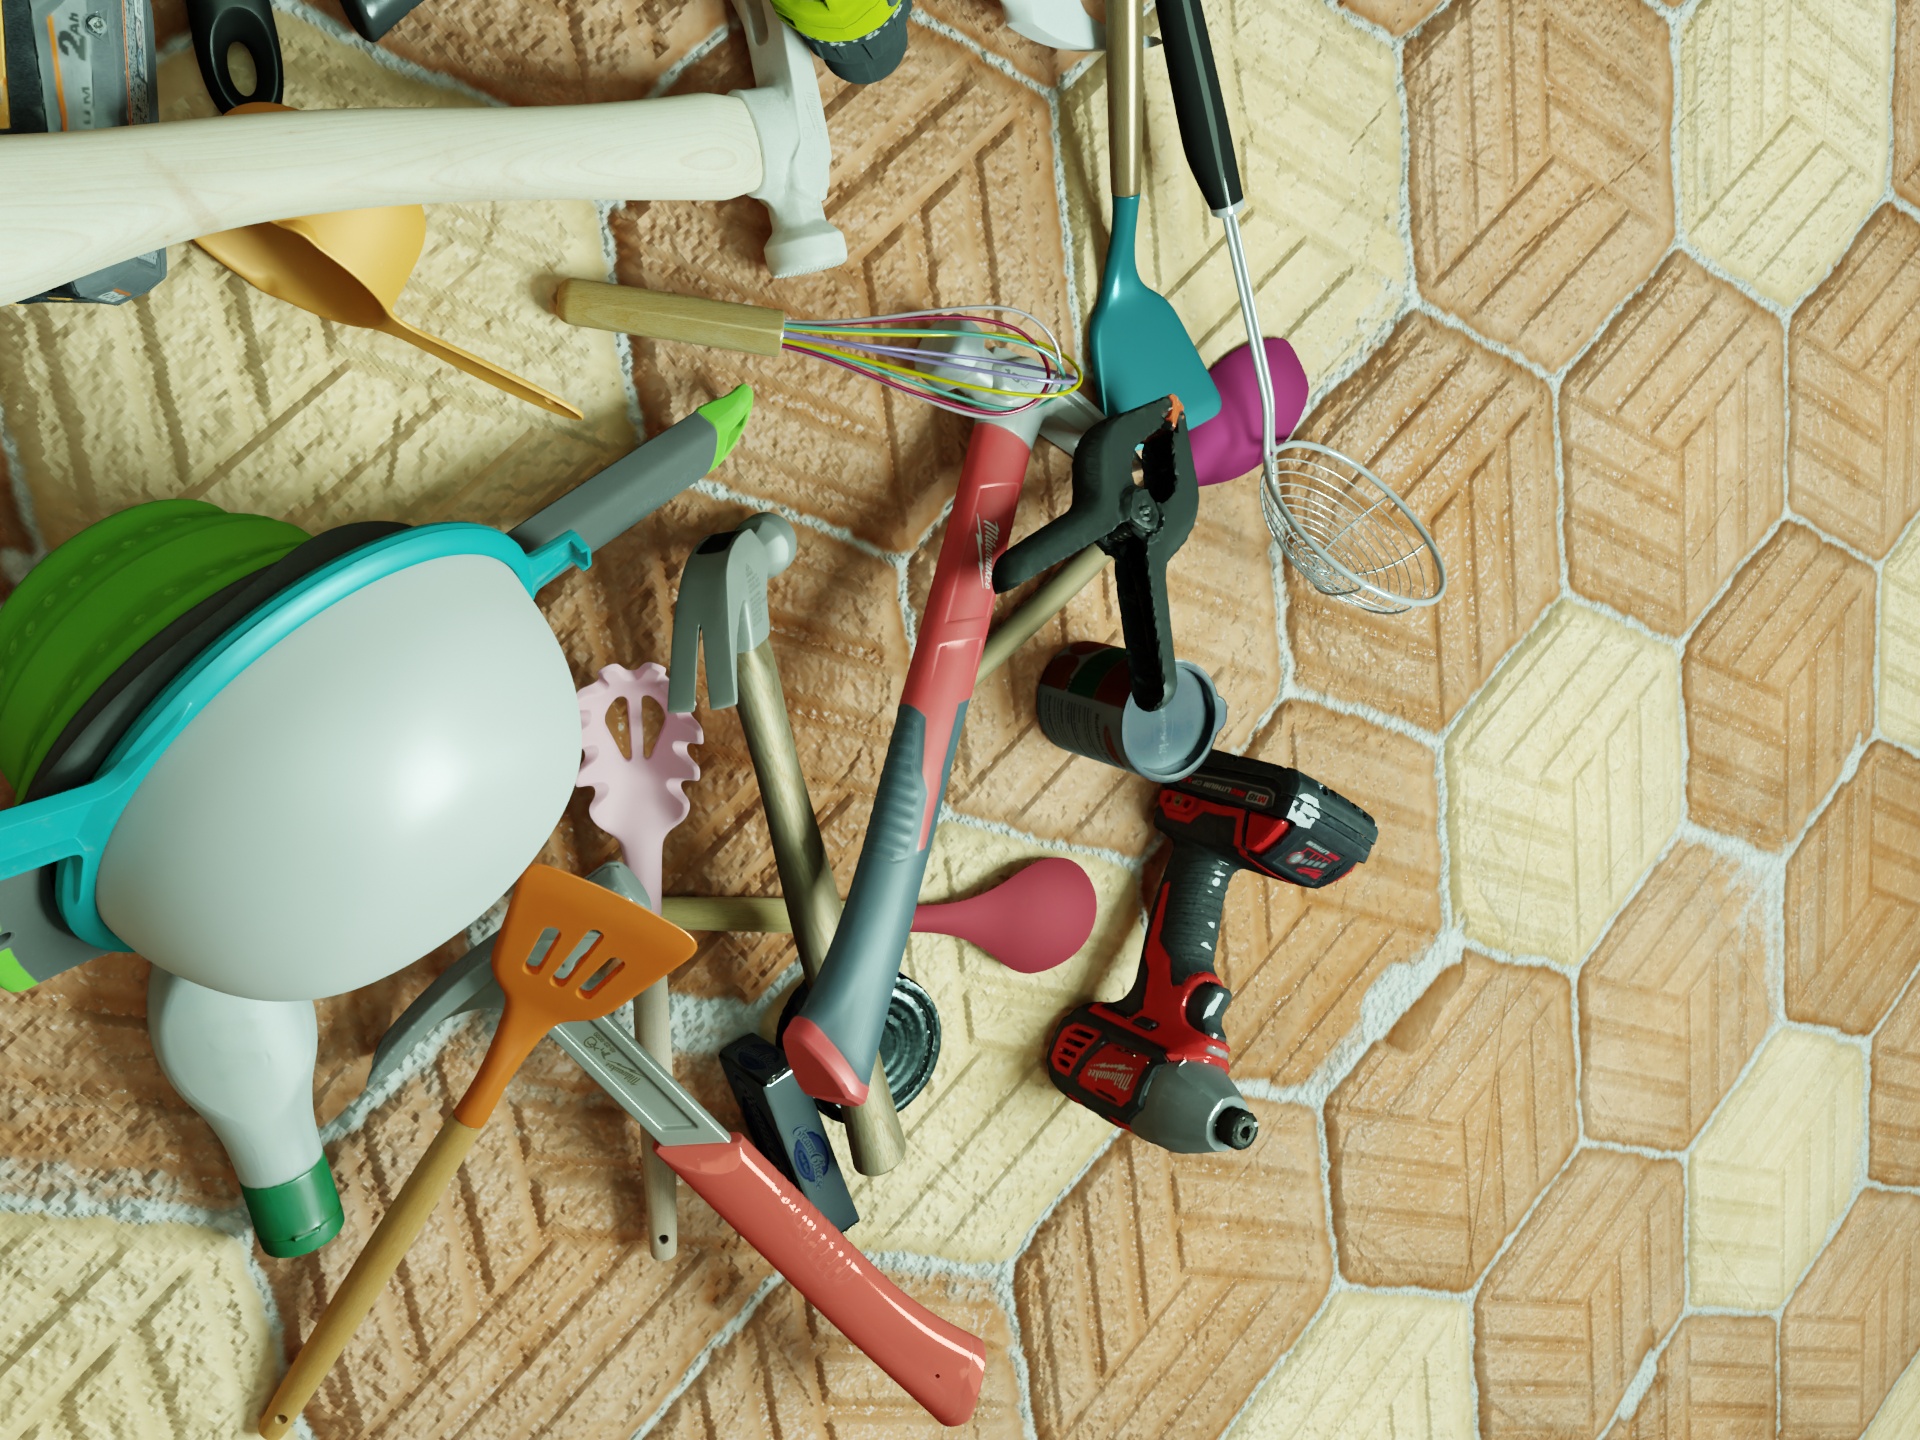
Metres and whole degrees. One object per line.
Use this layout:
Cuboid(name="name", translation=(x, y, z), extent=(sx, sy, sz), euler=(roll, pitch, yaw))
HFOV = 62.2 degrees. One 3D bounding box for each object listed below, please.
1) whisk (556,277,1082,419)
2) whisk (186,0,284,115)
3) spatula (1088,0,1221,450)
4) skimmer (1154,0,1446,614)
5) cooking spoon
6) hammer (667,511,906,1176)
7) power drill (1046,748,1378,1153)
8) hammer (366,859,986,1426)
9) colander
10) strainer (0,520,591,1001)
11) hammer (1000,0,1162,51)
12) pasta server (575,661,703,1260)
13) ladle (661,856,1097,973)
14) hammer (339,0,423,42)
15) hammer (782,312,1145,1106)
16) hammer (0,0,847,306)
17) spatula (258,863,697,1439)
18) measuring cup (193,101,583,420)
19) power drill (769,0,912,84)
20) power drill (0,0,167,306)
Cuboid(name="whisk", translation=(-0.062, -0.178, 0.741), extent=(0.245, 0.051, 0.047), euler=(6, 72, -11))
Cuboid(name="whisk", translation=(-0.294, -0.375, 0.587), extent=(0.073, 0.073, 0.295), euler=(-16, 114, -28))
Cuboid(name="spatula", translation=(0.093, -0.293, 0.812), extent=(0.082, 0.044, 0.317), euler=(-25, 131, -23))
Cuboid(name="skimmer", translation=(0.186, -0.224, 0.860), extent=(0.127, 0.090, 0.363), euler=(-56, 133, -51))
Cuboid(name="cooking spoon", translation=(0.093, -0.108, 0.894), extent=(0.319, 0.017, 0.068), euler=(-44, 118, -18))
Cuboid(name="hammer", translation=(-0.076, 0.072, 0.766), extent=(0.031, 0.130, 0.331), euler=(-8, 107, 14))
Cuboid(name="power drill", translation=(0.143, 0.134, 0.902), extent=(0.078, 0.143, 0.220), euler=(28, 82, -35))
Cuboid(name="hammer", translation=(-0.113, 0.236, 0.779), extent=(0.149, 0.037, 0.358), euler=(-37, 111, 3))
Cuboid(name="colander", translation=(-0.246, -0.062, 0.655), extent=(0.094, 0.204, 0.397), euler=(41, 55, 7))
Cuboid(name="strainer", translation=(-0.234, 0.046, 0.539), extent=(0.095, 0.340, 0.211), euler=(41, 111, 6))
Cuboid(name="hammer", translation=(0.095, -0.529, 0.768), extent=(0.144, 0.035, 0.405), euler=(10, 97, -49))
Cuboid(name="pasta server", translation=(-0.150, 0.122, 0.764), extent=(0.060, 0.040, 0.316), euler=(-3, 105, -10))
Cuboid(name="ladle", translation=(-0.052, 0.103, 0.847), extent=(0.315, 0.031, 0.069), euler=(5, 98, -30))
Cuboid(name="hammer", translation=(-0.109, -0.426, 0.699), extent=(0.409, 0.036, 0.149), euler=(-45, 120, -15))
Cuboid(name="hammer", translation=(-0.001, -0.002, 0.777), extent=(0.143, 0.038, 0.386), euler=(29, 65, -34))
Cuboid(name="hammer", translation=(-0.196, -0.222, 0.598), extent=(0.410, 0.038, 0.146), euler=(-29, 111, -48))
Cuboid(name="spatula", translation=(-0.231, 0.199, 0.703), extent=(0.081, 0.041, 0.322), euler=(30, 100, -19))
Cuboid(name="measuring cup", translation=(-0.222, -0.183, 0.643), extent=(0.173, 0.095, 0.052), euler=(26, 77, -28))
Cuboid(name="power drill", translation=(-0.028, -0.394, 0.657), extent=(0.080, 0.190, 0.228), euler=(19, 90, 7))
Cuboid(name="power drill", translation=(-0.396, -0.182, 0.532), extent=(0.226, 0.084, 0.185), euler=(-1, 101, -16))
